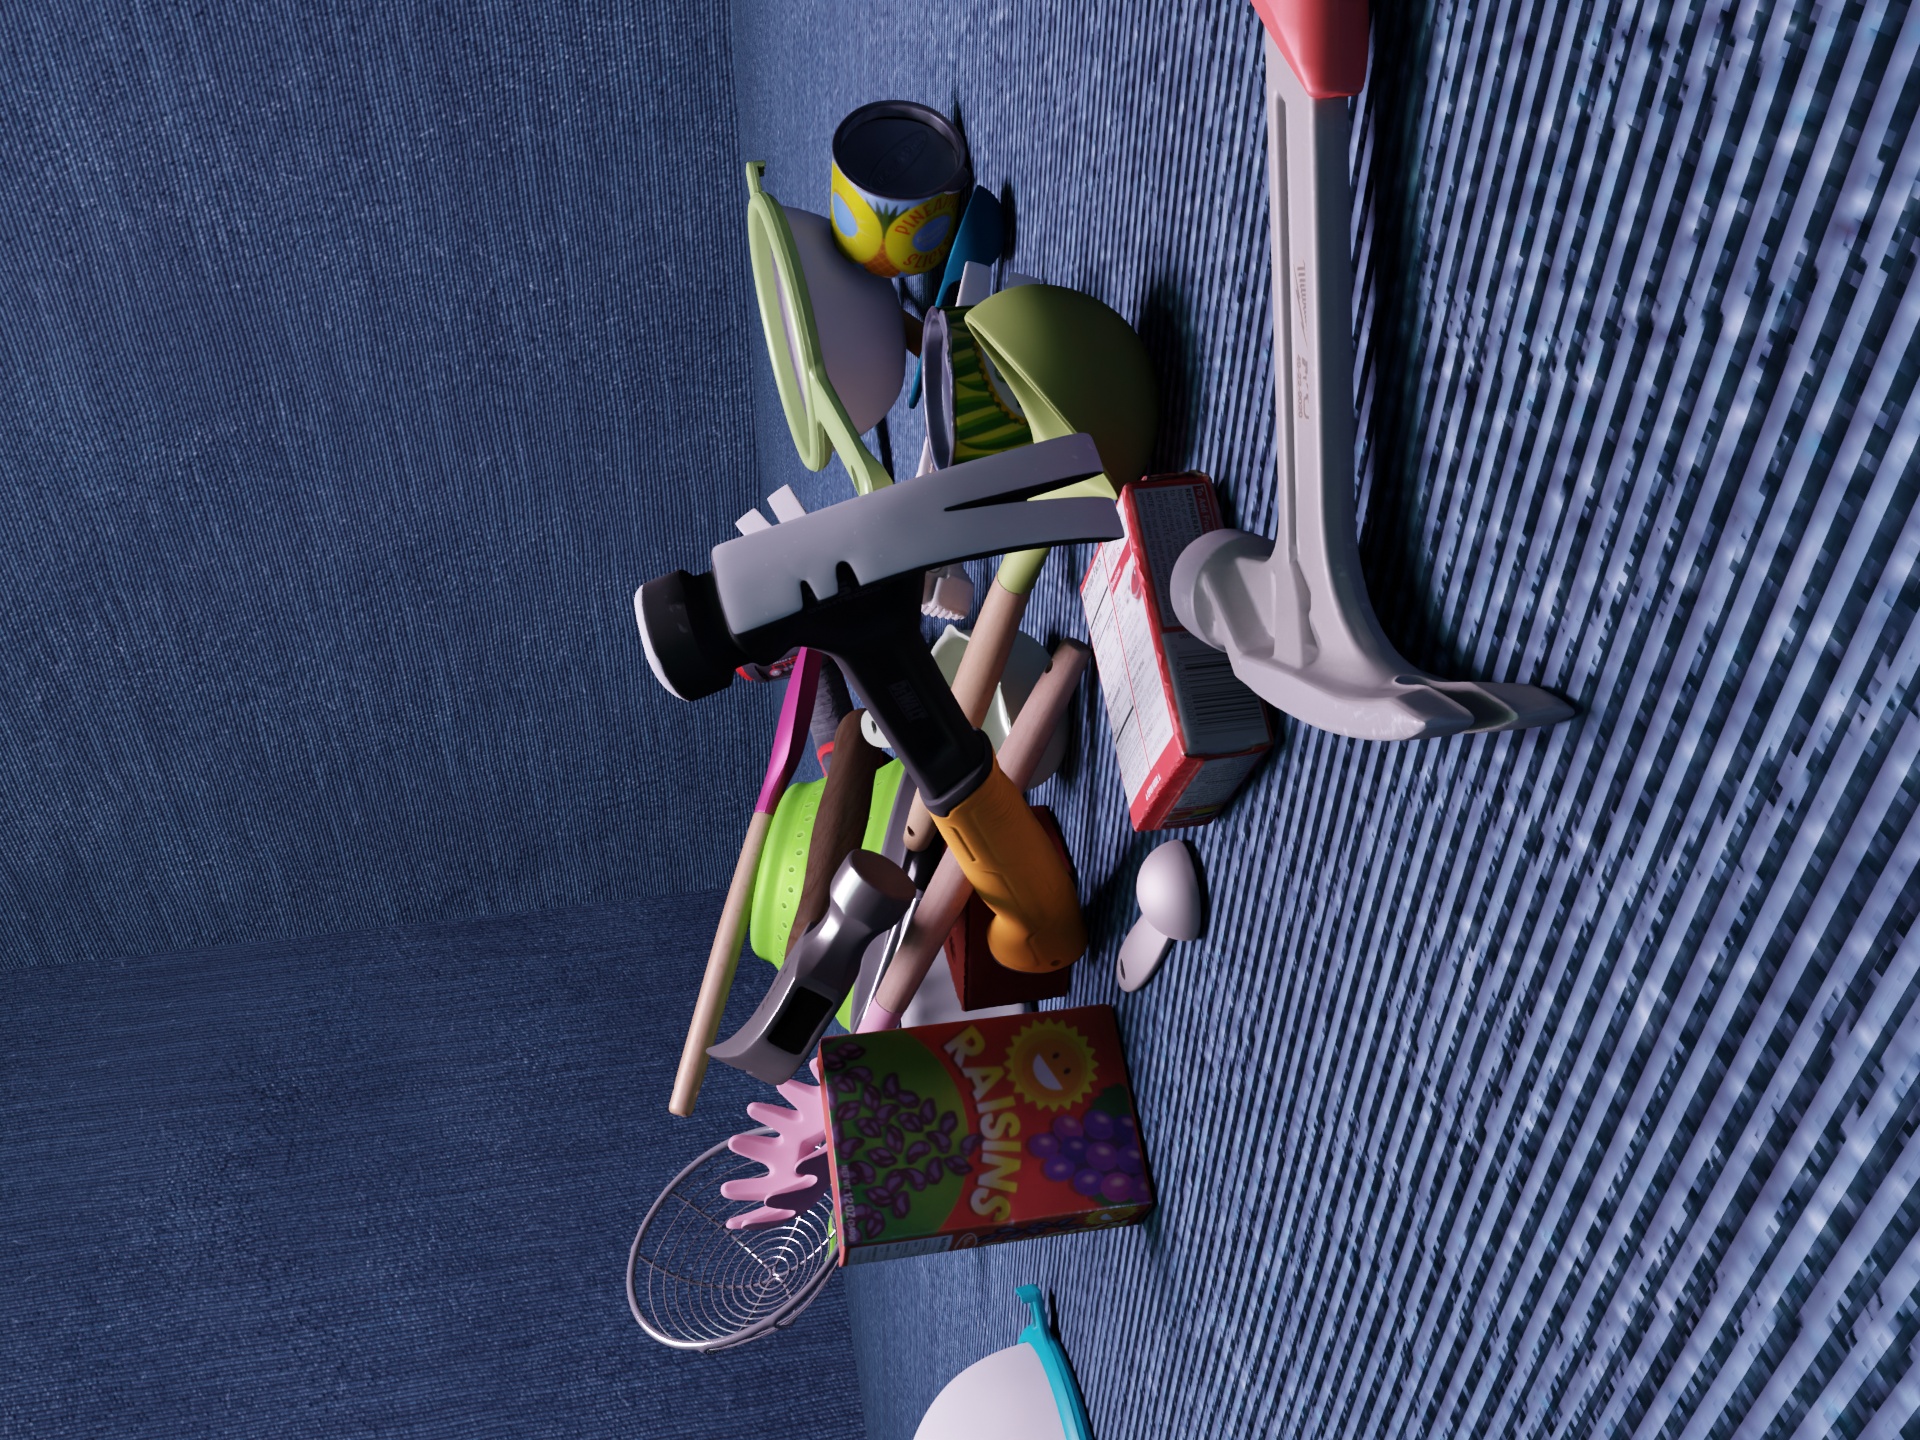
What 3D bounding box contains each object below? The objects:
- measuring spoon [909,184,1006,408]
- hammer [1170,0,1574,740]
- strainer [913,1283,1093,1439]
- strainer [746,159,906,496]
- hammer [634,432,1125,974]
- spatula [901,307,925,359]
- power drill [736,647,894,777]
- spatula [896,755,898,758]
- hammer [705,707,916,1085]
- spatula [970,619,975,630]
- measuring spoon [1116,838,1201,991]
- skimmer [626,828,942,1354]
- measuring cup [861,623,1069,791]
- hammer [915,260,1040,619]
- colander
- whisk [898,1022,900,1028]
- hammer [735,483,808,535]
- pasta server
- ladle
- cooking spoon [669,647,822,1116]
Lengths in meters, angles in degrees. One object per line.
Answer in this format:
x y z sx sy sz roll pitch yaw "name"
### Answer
-0.001 -0.191 0.744 0.128 0.021 0.042 113 176 -52 "measuring spoon"
0.072 -0.178 0.321 0.149 0.036 0.359 -132 37 -74 "hammer"
0.029 0.477 0.792 0.341 0.095 0.210 -105 13 -50 "strainer"
-0.052 -0.185 0.833 0.257 0.069 0.151 -116 16 -48 "strainer"
0.011 0.024 0.548 0.336 0.127 0.034 63 -171 -62 "hammer"
-0.029 -0.238 0.944 0.323 0.041 0.081 -123 28 -62 "spatula"
-0.095 0.005 1.128 0.143 0.078 0.219 -89 -18 -64 "power drill"
-0.062 -0.078 1.168 0.082 0.044 0.317 19 -116 -84 "spatula"
-0.061 0.063 0.762 0.130 0.031 0.331 -58 9 16 "hammer"
-0.004 0.061 0.975 0.315 0.018 0.060 98 169 -51 "spatula"
0.064 0.077 0.574 0.124 0.018 0.034 102 160 -64 "measuring spoon"
-0.065 0.135 0.786 0.127 0.090 0.363 28 101 53 "skimmer"
-0.001 -0.002 0.741 0.167 0.038 0.083 -6 95 65 "measuring cup"
-0.017 -0.112 0.840 0.410 0.038 0.146 169 114 -84 "hammer"
-0.085 0.174 1.003 0.205 0.094 0.397 -71 -8 -68 "colander"
-0.032 0.185 1.153 0.239 0.055 0.055 -100 10 -50 "whisk"
-0.057 -0.048 0.966 0.146 0.035 0.334 53 180 4 "hammer"
-0.026 0.099 0.685 0.316 0.040 0.060 -63 25 21 "pasta server"
0.005 -0.033 0.612 0.078 0.062 0.320 52 148 23 "ladle"
-0.126 0.082 0.973 0.068 0.017 0.319 89 -166 -70 "cooking spoon"
